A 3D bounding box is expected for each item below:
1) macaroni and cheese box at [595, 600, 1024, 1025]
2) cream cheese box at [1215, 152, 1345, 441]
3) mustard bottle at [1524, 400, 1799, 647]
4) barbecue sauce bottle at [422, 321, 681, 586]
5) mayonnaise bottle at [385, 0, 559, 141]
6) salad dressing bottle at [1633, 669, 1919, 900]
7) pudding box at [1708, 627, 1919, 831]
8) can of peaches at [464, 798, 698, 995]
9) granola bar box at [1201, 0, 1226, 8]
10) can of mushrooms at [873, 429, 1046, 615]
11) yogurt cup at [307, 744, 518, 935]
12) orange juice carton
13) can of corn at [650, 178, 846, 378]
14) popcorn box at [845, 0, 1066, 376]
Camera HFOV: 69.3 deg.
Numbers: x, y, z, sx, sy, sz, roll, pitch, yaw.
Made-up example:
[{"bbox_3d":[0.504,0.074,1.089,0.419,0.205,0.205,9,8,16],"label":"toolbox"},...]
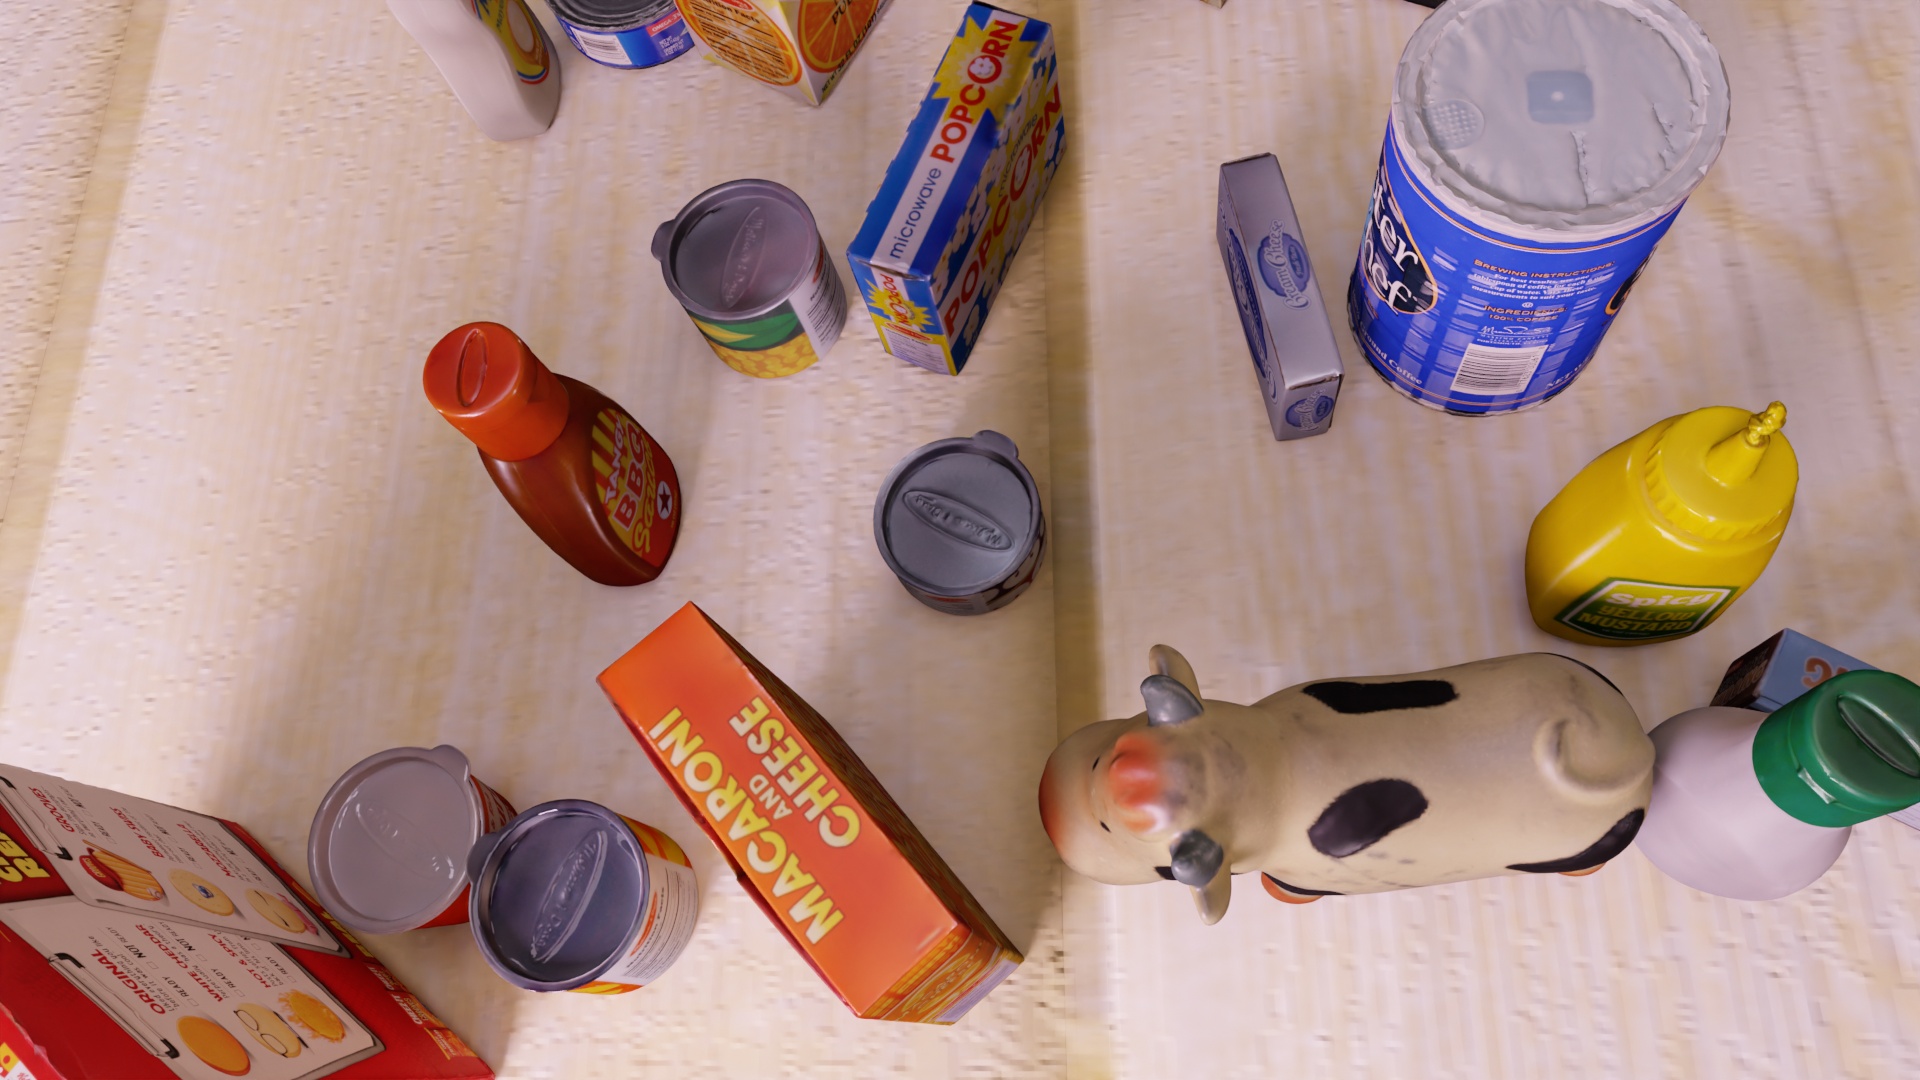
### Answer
[{"bbox_3d":[-0.041,0.097,0.451,0.040,0.166,0.124,-41,70,-6],"label":"macaroni and cheese box"},{"bbox_3d":[0.127,-0.097,0.557,0.024,0.053,0.104,-13,69,4],"label":"cream cheese box"},{"bbox_3d":[0.229,-0.006,0.450,0.065,0.159,0.049,3,71,10],"label":"mustard bottle"},{"bbox_3d":[-0.150,-0.032,0.525,0.044,0.148,0.065,-2,70,9],"label":"barbecue sauce bottle"},{"bbox_3d":[-0.226,-0.244,0.615,0.041,0.147,0.065,-6,70,7],"label":"mayonnaise bottle"},{"bbox_3d":[0.248,0.075,0.424,0.044,0.147,0.064,-38,69,-5],"label":"salad dressing bottle"},{"bbox_3d":[0.306,0.066,0.471,0.084,0.049,0.030,27,77,17],"label":"pudding box"},{"bbox_3d":[-0.138,0.132,0.512,0.071,0.058,0.071,-3,70,8],"label":"can of peaches"},{"bbox_3d":[0.054,-0.318,0.611,0.166,0.124,0.039,30,78,18],"label":"granola bar box"},{"bbox_3d":[0.002,-0.007,0.554,0.071,0.033,0.071,-3,70,8],"label":"can of mushrooms"},{"bbox_3d":[-0.203,0.117,0.530,0.072,0.053,0.072,-3,70,8],"label":"yogurt cup"},{"bbox_3d":[-0.093,-0.278,0.583,0.073,0.192,0.072,27,77,17],"label":"orange juice carton"},{"bbox_3d":[-0.089,-0.110,0.593,0.071,0.058,0.071,-3,70,8],"label":"can of corn"},{"bbox_3d":[0.002,-0.143,0.576,0.038,0.085,0.127,20,74,15],"label":"popcorn box"}]
